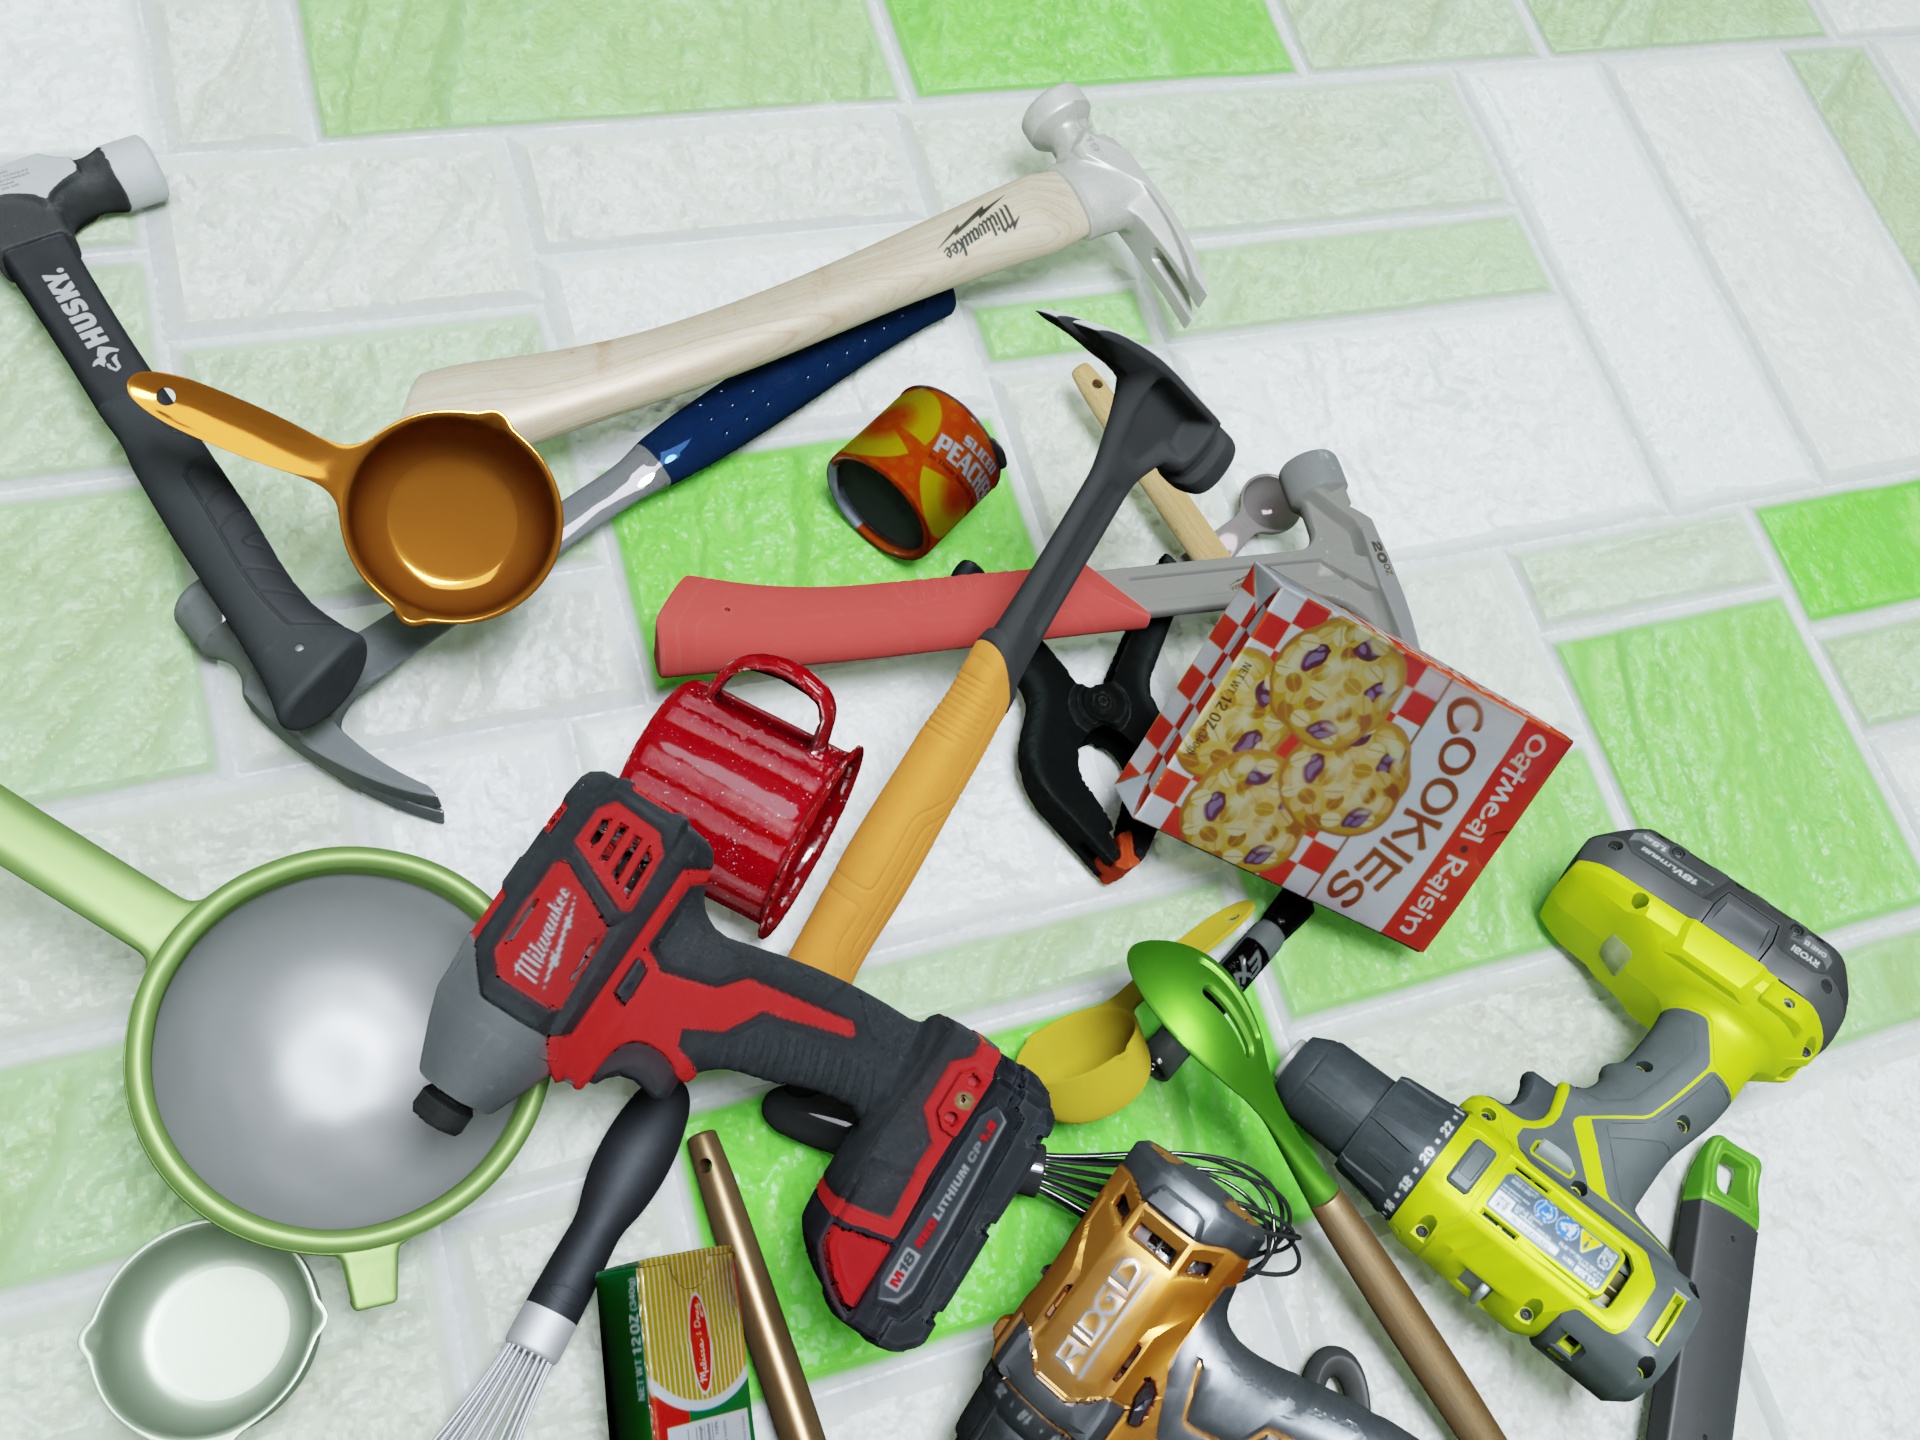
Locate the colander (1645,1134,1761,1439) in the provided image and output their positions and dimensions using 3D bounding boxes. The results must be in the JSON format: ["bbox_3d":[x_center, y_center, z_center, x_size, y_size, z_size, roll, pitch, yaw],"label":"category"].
[{"bbox_3d":[0.311,0.348,0.636,0.204,0.094,0.397,31,60,-10],"label":"colander"}]

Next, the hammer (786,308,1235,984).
[{"bbox_3d":[-0.001,-0.002,0.664,0.034,0.127,0.337,31,91,39],"label":"hammer"}]

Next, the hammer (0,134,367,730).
[{"bbox_3d":[-0.358,-0.126,0.691,0.146,0.035,0.335,-30,69,-24],"label":"hammer"}]

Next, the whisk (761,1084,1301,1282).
[{"bbox_3d":[0.031,0.193,0.673,0.239,0.055,0.055,15,65,-3],"label":"whisk"}]

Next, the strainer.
[{"bbox_3d":[-0.281,0.099,0.605,0.256,0.069,0.151,36,57,-10],"label":"strainer"}]

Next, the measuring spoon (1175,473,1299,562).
[{"bbox_3d":[0.131,-0.086,0.837,0.124,0.018,0.034,-40,84,-18],"label":"measuring spoon"}]

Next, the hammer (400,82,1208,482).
[{"bbox_3d":[-0.068,-0.196,0.780,0.410,0.038,0.146,-27,77,-22],"label":"hammer"}]

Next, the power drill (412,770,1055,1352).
[{"bbox_3d":[-0.089,0.134,0.600,0.219,0.078,0.143,35,78,-6],"label":"power drill"}]

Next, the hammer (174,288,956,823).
[{"bbox_3d":[-0.152,-0.112,0.762,0.405,0.035,0.144,-40,81,-25],"label":"hammer"}]

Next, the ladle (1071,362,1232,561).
[{"bbox_3d":[0.147,-0.056,0.808,0.069,0.031,0.315,-30,79,-17],"label":"ladle"}]

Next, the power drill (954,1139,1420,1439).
[{"bbox_3d":[0.103,0.296,0.586,0.226,0.084,0.185,35,87,22],"label":"power drill"}]

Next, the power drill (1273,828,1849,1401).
[{"bbox_3d":[0.273,0.158,0.723,0.191,0.080,0.228,38,63,22],"label":"power drill"}]

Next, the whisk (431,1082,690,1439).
[{"bbox_3d":[-0.172,0.259,0.590,0.070,0.070,0.285,28,59,-1],"label":"whisk"}]

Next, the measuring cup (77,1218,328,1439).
[{"bbox_3d":[-0.270,0.267,0.570,0.083,0.038,0.168,-1,70,-14],"label":"measuring cup"}]

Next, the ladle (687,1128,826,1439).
[{"bbox_3d":[-0.051,0.307,0.598,0.078,0.062,0.320,-25,70,4],"label":"ladle"}]

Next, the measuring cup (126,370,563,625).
[{"bbox_3d":[-0.252,-0.101,0.661,0.173,0.052,0.095,23,89,-17],"label":"measuring cup"}]

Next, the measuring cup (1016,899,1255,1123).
[{"bbox_3d":[0.089,0.130,0.719,0.156,0.062,0.029,-32,107,-36],"label":"measuring cup"}]

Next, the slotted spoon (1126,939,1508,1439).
[{"bbox_3d":[0.168,0.222,0.674,0.314,0.031,0.070,57,21,-1],"label":"slotted spoon"}]

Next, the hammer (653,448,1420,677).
[{"bbox_3d":[0.040,-0.046,0.742,0.359,0.036,0.149,-7,66,-16],"label":"hammer"}]

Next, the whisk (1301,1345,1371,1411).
[{"bbox_3d":[0.137,0.394,0.609,0.073,0.073,0.296,16,58,-7],"label":"whisk"}]
